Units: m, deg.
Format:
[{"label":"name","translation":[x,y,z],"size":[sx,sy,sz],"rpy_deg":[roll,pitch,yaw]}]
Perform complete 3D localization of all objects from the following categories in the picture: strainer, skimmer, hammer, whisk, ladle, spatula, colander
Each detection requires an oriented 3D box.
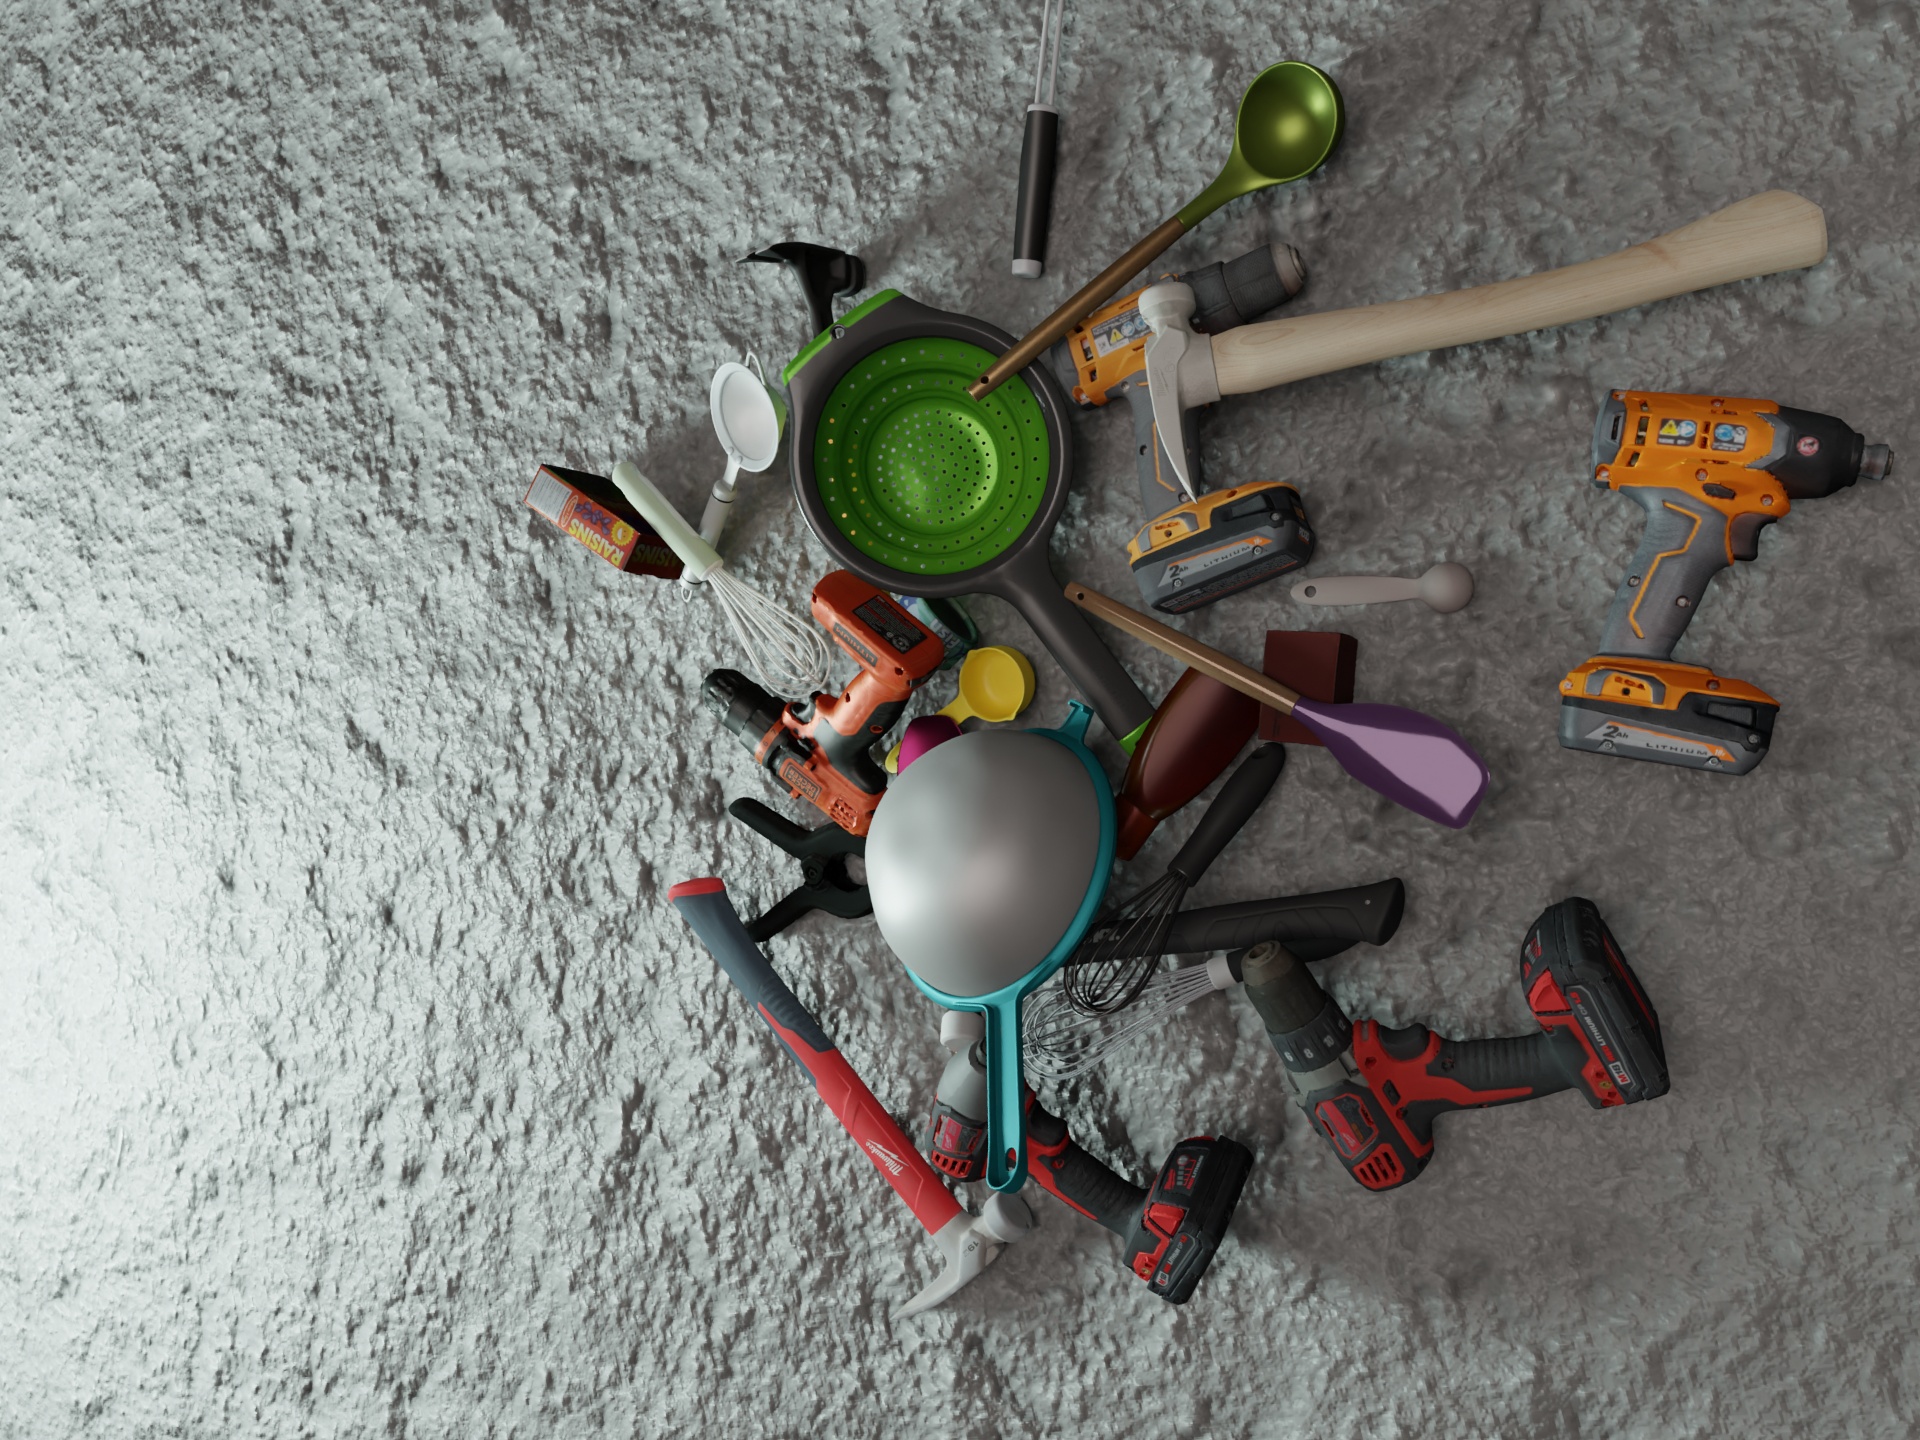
[{"label":"strainer","translation":[-0.186,-0.192,1.279],"size":[0.087,0.050,0.258],"rpy_deg":[48,132,22]},{"label":"skimmer","translation":[0.069,-0.511,1.150],"size":[0.127,0.090,0.363],"rpy_deg":[5,96,-5]},{"label":"hammer","translation":[-0.091,-0.201,1.230],"size":[0.034,0.127,0.337],"rpy_deg":[-10,92,33]},{"label":"whisk","translation":[0.150,0.106,1.091],"size":[0.055,0.055,0.239],"rpy_deg":[33,73,23]},{"label":"ladle","translation":[0.129,-0.331,1.096],"size":[0.320,0.062,0.078],"rpy_deg":[-39,74,4]},{"label":"spatula","translation":[0.204,-0.023,1.067],"size":[0.316,0.018,0.059],"rpy_deg":[29,102,23]},{"label":"hammer","translation":[-0.115,0.287,1.265],"size":[0.143,0.038,0.386],"rpy_deg":[-46,77,21]},{"label":"strainer","translation":[0.001,0.140,1.065],"size":[0.211,0.095,0.341],"rpy_deg":[-30,45,34]},{"label":"colander","translation":[0.029,-0.127,1.182],"size":[0.204,0.094,0.397],"rpy_deg":[-37,92,2]},{"label":"whisk","translation":[-0.195,-0.116,1.282],"size":[0.059,0.058,0.246],"rpy_deg":[-43,87,9]},{"label":"whisk","translation":[0.157,0.189,1.134],"size":[0.284,0.070,0.070],"rpy_deg":[-24,80,20]},{"label":"hammer","translation":[0.142,0.146,1.117],"size":[0.335,0.035,0.146],"rpy_deg":[-11,53,23]},{"label":"hammer","translation":[0.323,-0.248,1.007],"size":[0.410,0.038,0.146],"rpy_deg":[-10,78,15]}]

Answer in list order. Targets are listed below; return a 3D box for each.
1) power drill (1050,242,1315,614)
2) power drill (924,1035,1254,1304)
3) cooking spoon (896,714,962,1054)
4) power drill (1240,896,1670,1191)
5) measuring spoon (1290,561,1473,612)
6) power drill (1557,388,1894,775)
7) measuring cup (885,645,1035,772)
[{"label":"power drill","translation":[0.176,-0.208,1.108],"size":[0.185,0.084,0.226],"rpy_deg":[-22,77,24]},{"label":"power drill","translation":[0.082,0.303,1.111],"size":[0.220,0.079,0.143],"rpy_deg":[25,135,13]},{"label":"cooking spoon","translation":[-0.007,0.154,1.228],"size":[0.069,0.017,0.319],"rpy_deg":[-5,91,30]},{"label":"power drill","translation":[0.307,0.193,1.015],"size":[0.226,0.080,0.187],"rpy_deg":[-27,104,26]},{"label":"measuring spoon","translation":[0.284,-0.089,1.084],"size":[0.124,0.018,0.034],"rpy_deg":[0,91,28]},{"label":"power drill","translation":[0.457,-0.084,0.964],"size":[0.164,0.084,0.226],"rpy_deg":[10,91,26]},{"label":"measuring cup","translation":[-0.002,-0.004,1.233],"size":[0.156,0.029,0.062],"rpy_deg":[-38,80,34]}]
